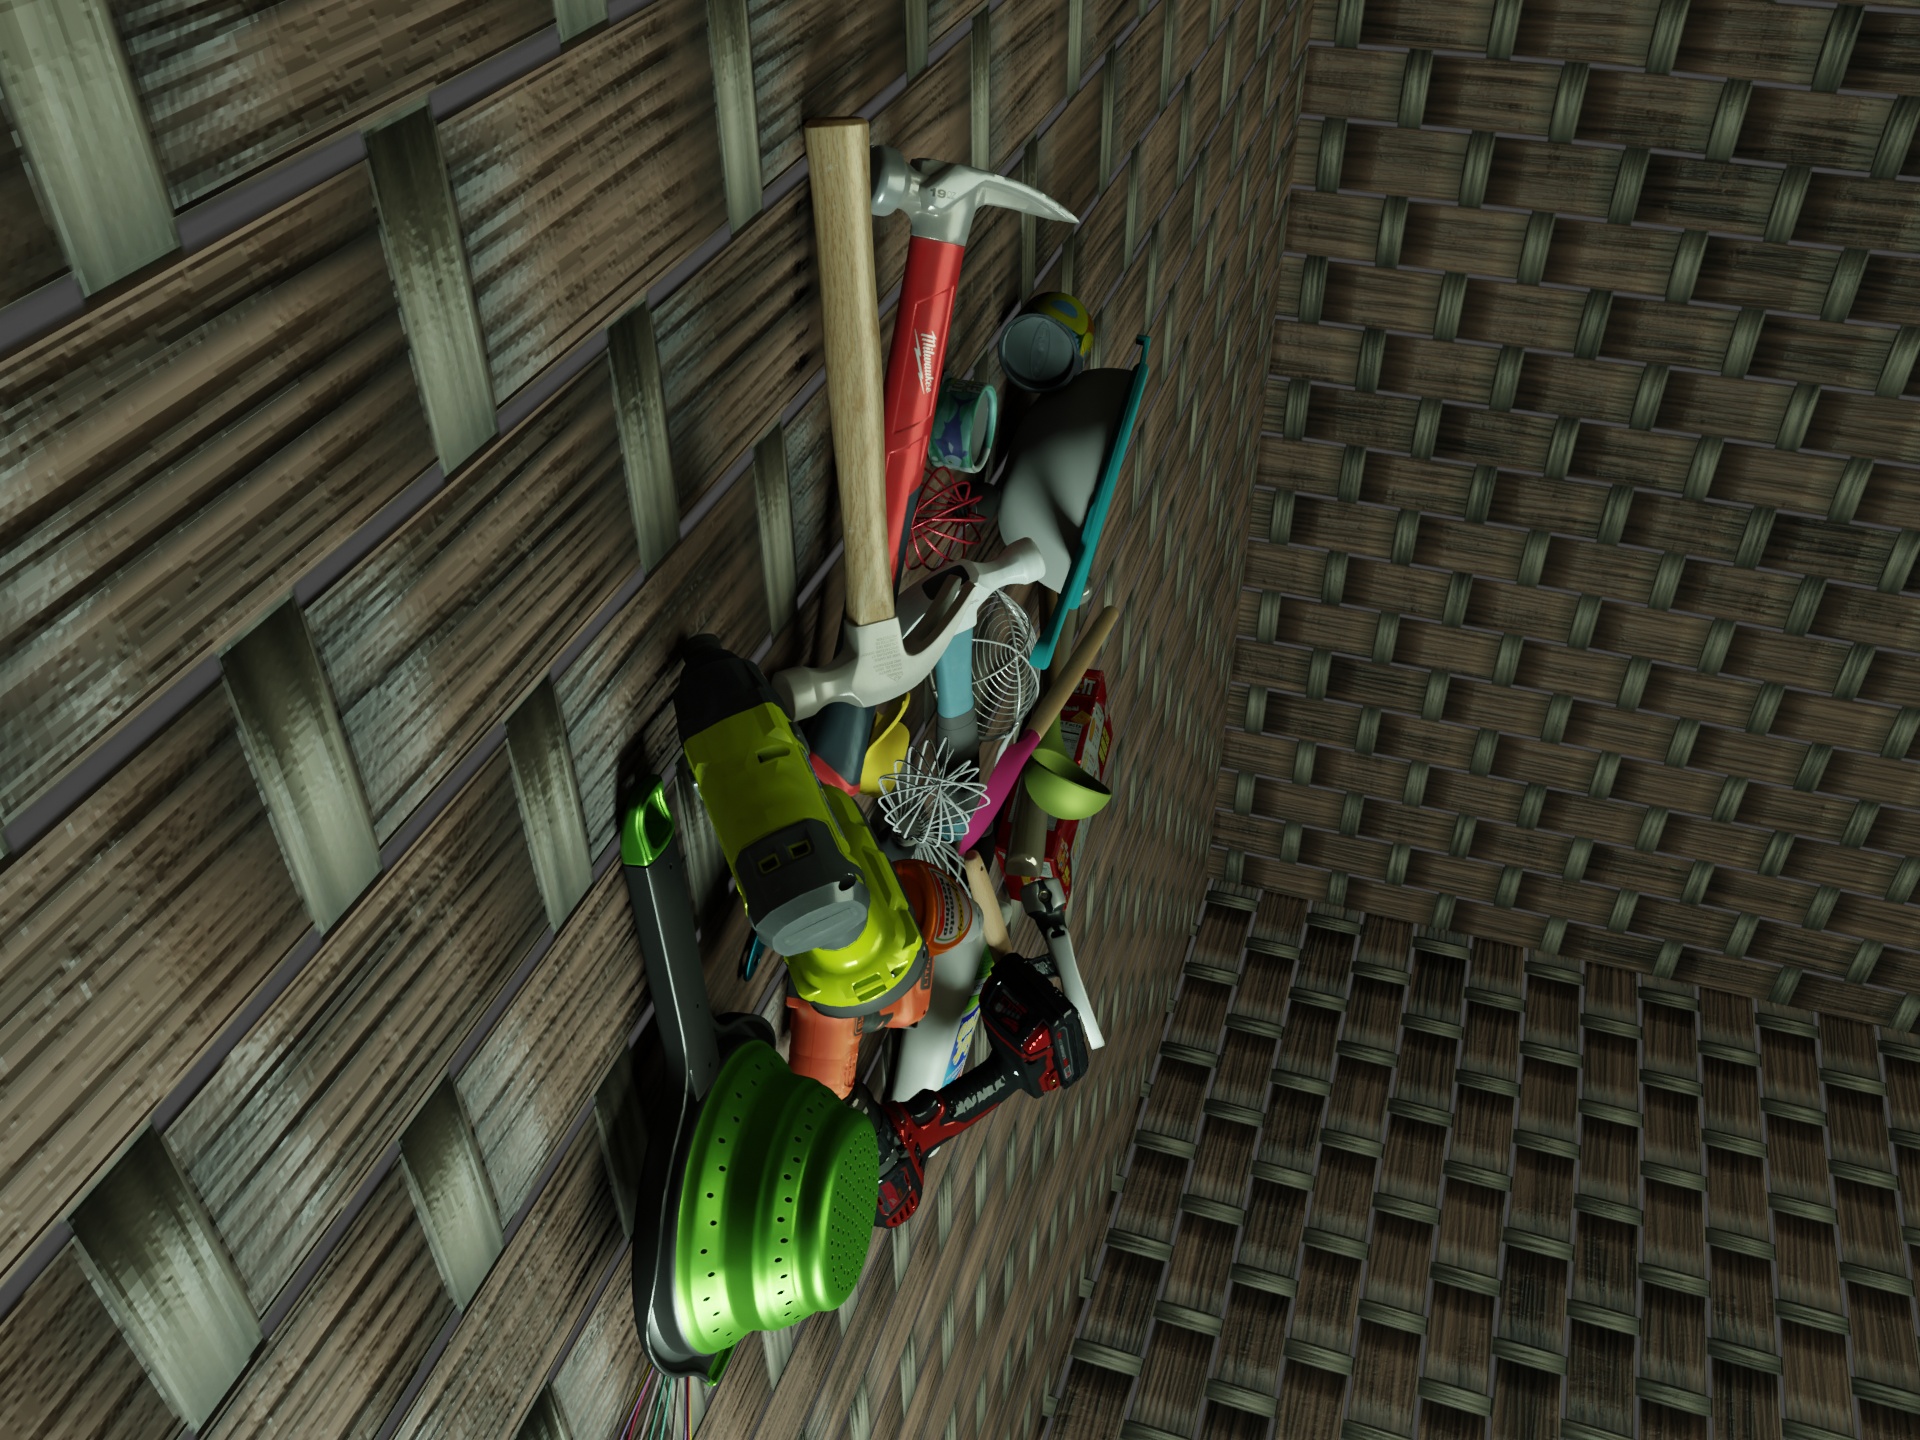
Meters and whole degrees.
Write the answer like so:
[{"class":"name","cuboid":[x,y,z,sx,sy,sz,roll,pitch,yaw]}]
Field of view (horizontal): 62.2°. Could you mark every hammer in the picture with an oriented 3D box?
[{"class":"hammer","cuboid":[-0.056,-0.165,0.900,0.130,0.031,0.331,-17,118,-29]},{"class":"hammer","cuboid":[-0.002,-0.004,1.173,0.330,0.128,0.033,87,-23,-57]},{"class":"hammer","cuboid":[-0.029,-0.139,0.976,0.143,0.038,0.386,1,108,-34]},{"class":"hammer","cuboid":[0.082,-0.037,1.458,0.146,0.038,0.411,82,15,-48]},{"class":"hammer","cuboid":[0.072,0.245,1.524,0.409,0.036,0.149,112,-39,-77]}]

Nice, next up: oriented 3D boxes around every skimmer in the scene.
[{"class":"skimmer","cuboid":[0.003,0.039,1.356,0.127,0.090,0.363,-51,161,-38]}]

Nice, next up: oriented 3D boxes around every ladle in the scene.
[{"class":"ladle","cuboid":[0.087,-0.052,1.387,0.062,0.078,0.320,-39,-141,42]}]

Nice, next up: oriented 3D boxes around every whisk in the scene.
[{"class":"whisk","cuboid":[-0.002,-0.151,1.148,0.296,0.073,0.073,-45,145,-75]},{"class":"whisk","cuboid":[-0.031,0.069,1.084,0.284,0.070,0.070,122,-15,-74]},{"class":"whisk","cuboid":[-0.030,0.091,1.242,0.238,0.055,0.055,71,33,-54]},{"class":"whisk","cuboid":[-0.167,0.373,0.955,0.051,0.047,0.245,48,52,-70]}]

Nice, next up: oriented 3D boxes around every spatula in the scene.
[{"class":"spatula","cuboid":[0.026,0.199,1.328,0.082,0.044,0.317,-61,153,-31]}]

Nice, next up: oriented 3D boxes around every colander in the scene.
[{"class":"colander","cuboid":[-0.110,0.205,0.870,0.205,0.094,0.396,-65,155,-56]}]

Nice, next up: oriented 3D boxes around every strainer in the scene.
[{"class":"strainer","cuboid":[0.067,-0.164,1.280,0.341,0.095,0.210,-68,174,-46]}]

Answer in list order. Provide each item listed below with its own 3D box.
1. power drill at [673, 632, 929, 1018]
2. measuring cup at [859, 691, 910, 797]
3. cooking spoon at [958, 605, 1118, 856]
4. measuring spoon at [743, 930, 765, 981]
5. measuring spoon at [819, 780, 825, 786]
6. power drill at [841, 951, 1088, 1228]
[{"class":"power drill","cuboid":[-0.088,0.063,0.853,0.223,0.080,0.171,72,-8,-64]},{"class":"measuring cup","cuboid":[-0.042,0.012,1.053,0.156,0.029,0.062,132,-24,-68]},{"class":"cooking spoon","cuboid":[0.068,-0.003,1.283,0.319,0.017,0.068,-55,166,-44]},{"class":"measuring spoon","cuboid":[-0.108,0.109,1.011,0.042,0.021,0.129,77,27,-57]},{"class":"measuring spoon","cuboid":[-0.077,0.008,1.057,0.034,0.018,0.124,-21,121,-72]},{"class":"power drill","cuboid":[-0.013,0.286,1.256,0.227,0.080,0.187,-36,141,-19]}]
